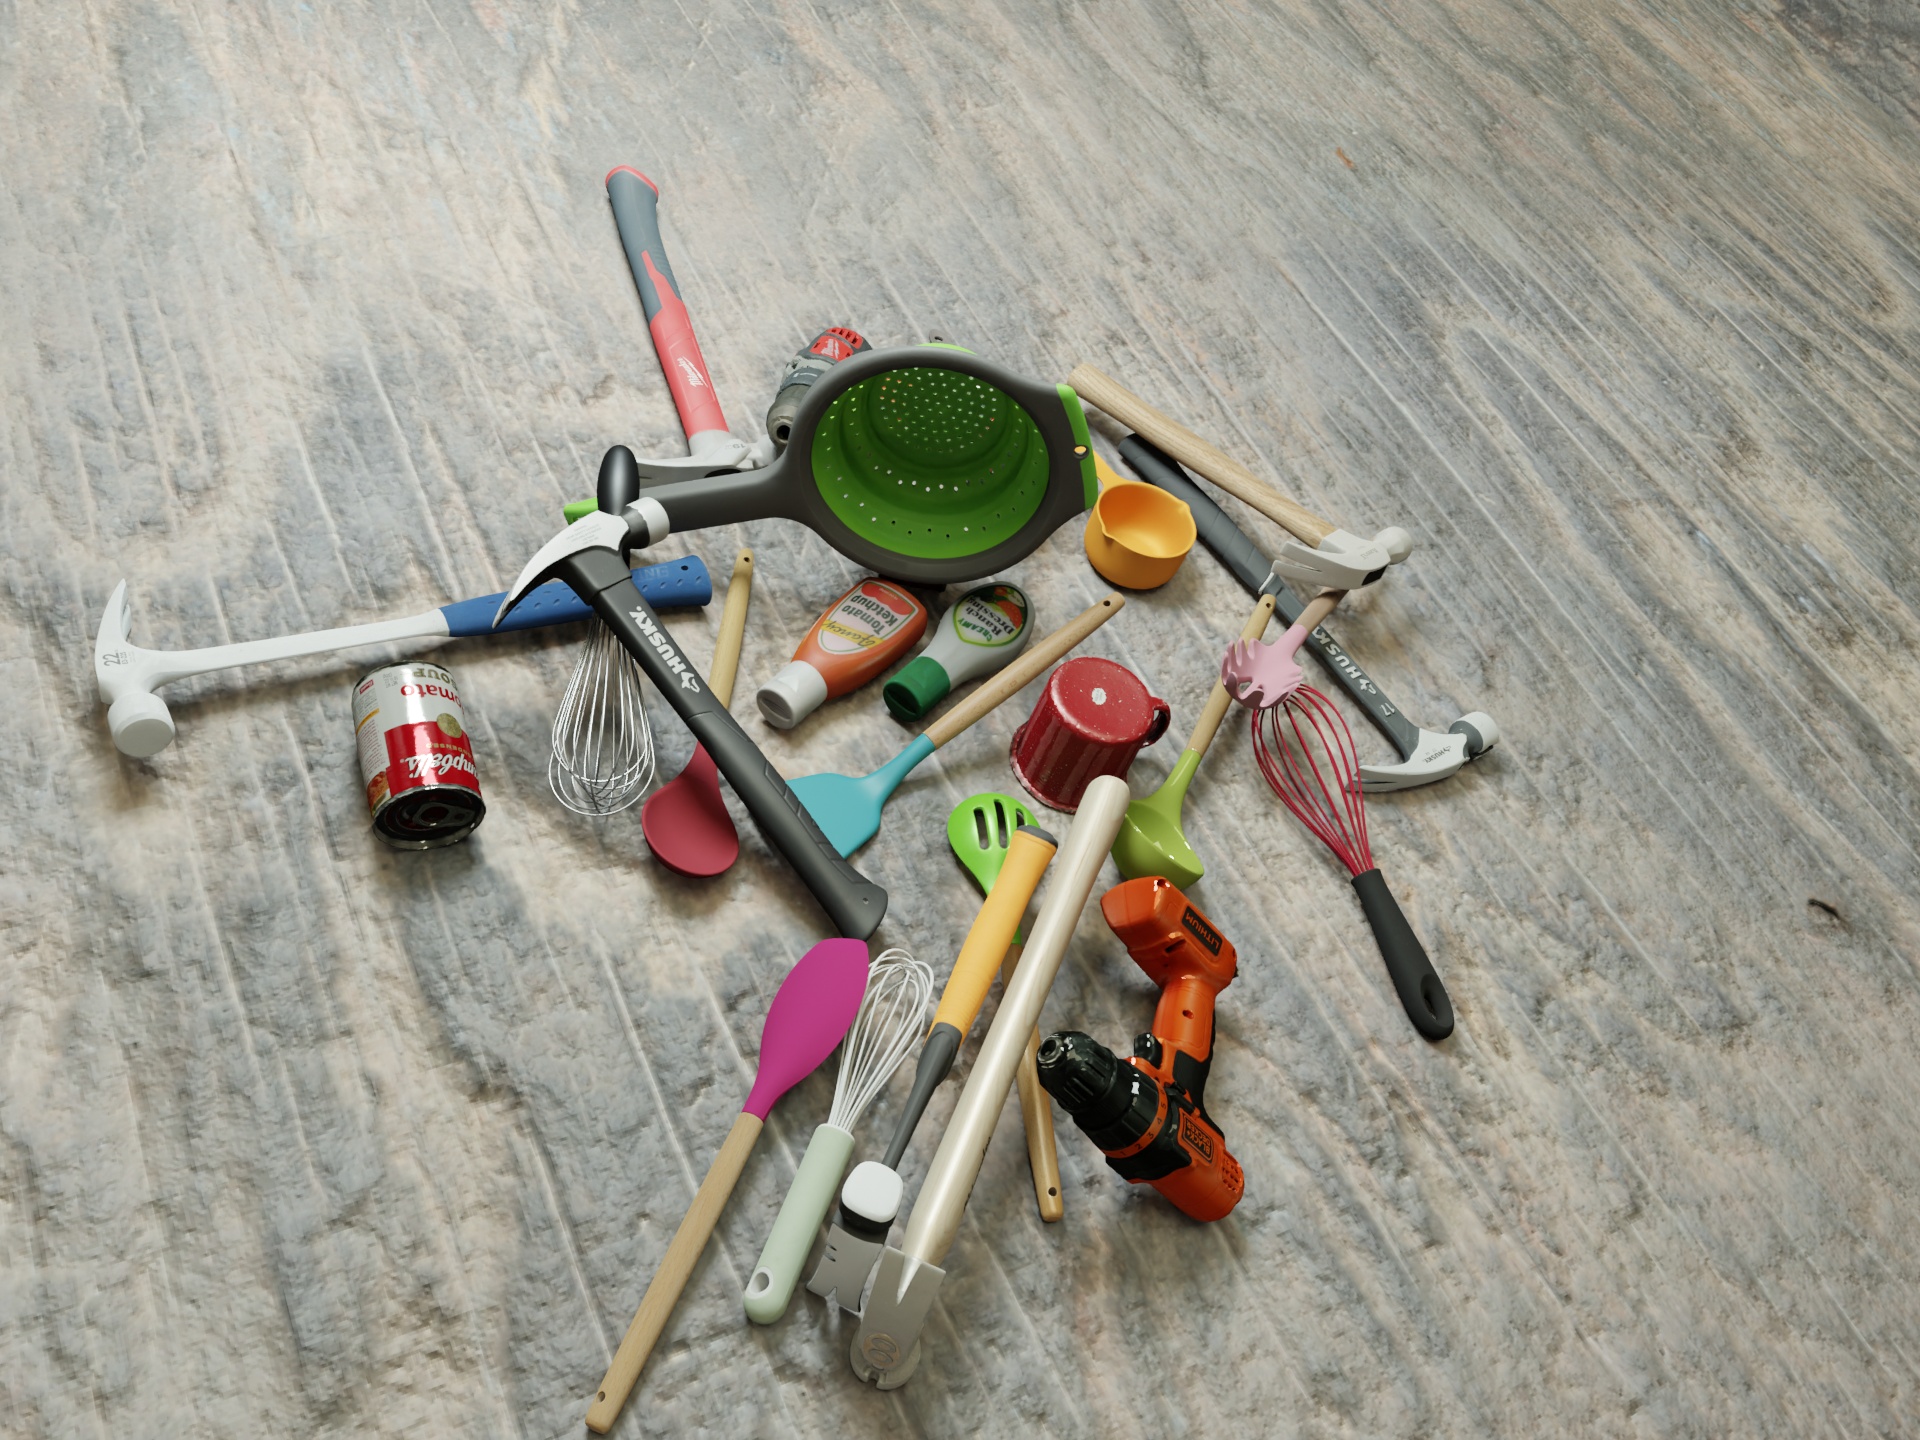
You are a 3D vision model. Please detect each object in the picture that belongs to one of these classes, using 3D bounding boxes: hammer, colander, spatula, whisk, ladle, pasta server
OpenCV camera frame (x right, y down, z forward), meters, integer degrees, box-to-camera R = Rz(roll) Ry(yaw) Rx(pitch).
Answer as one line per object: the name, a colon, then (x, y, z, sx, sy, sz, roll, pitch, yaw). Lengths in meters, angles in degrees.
hammer: (0.267, -0.102, 1.344, 0.149, 0.036, 0.409, -23, 62, -31)
colander: (-0.099, -0.195, 1.175, 0.397, 0.204, 0.095, -7, 44, 12)
hammer: (0.221, -0.214, 1.362, 0.331, 0.031, 0.130, 39, 42, 23)
spatula: (-0.002, -0.004, 1.129, 0.317, 0.044, 0.082, -37, 66, -16)
hammer: (-0.366, -0.069, 1.086, 0.405, 0.035, 0.144, -13, 45, -31)
whisk: (-0.238, -0.068, 1.087, 0.070, 0.070, 0.285, 5, 65, -15)
hammer: (-0.006, 0.189, 0.963, 0.034, 0.127, 0.337, 23, 44, 5)
hammer: (0.033, 0.181, 0.950, 0.038, 0.146, 0.411, 21, 49, 7)
ladle: (-0.173, -0.013, 1.123, 0.069, 0.031, 0.316, 24, 44, -21)
whisk: (-0.071, 0.240, 0.944, 0.058, 0.059, 0.246, -7, 43, 34)
hammer: (-0.264, -0.342, 1.352, 0.143, 0.038, 0.387, -8, 55, -22)
whisk: (0.291, 0.098, 1.177, 0.073, 0.073, 0.296, -9, 62, -25)
ladle: (0.191, 0.004, 1.199, 0.078, 0.062, 0.320, 38, 53, -8)
hammer: (-0.162, 0.010, 1.035, 0.335, 0.035, 0.146, 52, 47, 3)
pasta server: (0.286, -0.088, 1.281, 0.060, 0.040, 0.316, 34, 43, 14)

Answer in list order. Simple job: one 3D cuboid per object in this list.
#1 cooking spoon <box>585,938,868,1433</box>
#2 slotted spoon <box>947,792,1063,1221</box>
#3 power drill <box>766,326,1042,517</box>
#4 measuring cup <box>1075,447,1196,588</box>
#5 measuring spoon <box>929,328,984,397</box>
cooking spoon: (-0.131, 0.251, 0.914, 0.069, 0.017, 0.319, -4, 44, 34)
slotted spoon: (0.039, 0.173, 1.046, 0.070, 0.031, 0.314, 2, 53, -13)
power drill: (-0.042, -0.241, 1.300, 0.226, 0.080, 0.188, 20, 33, 0)
measuring cup: (0.123, -0.181, 1.347, 0.095, 0.052, 0.174, -22, 60, -32)
measuring spoon: (-0.005, -0.314, 1.438, 0.034, 0.018, 0.124, -5, 48, -23)
